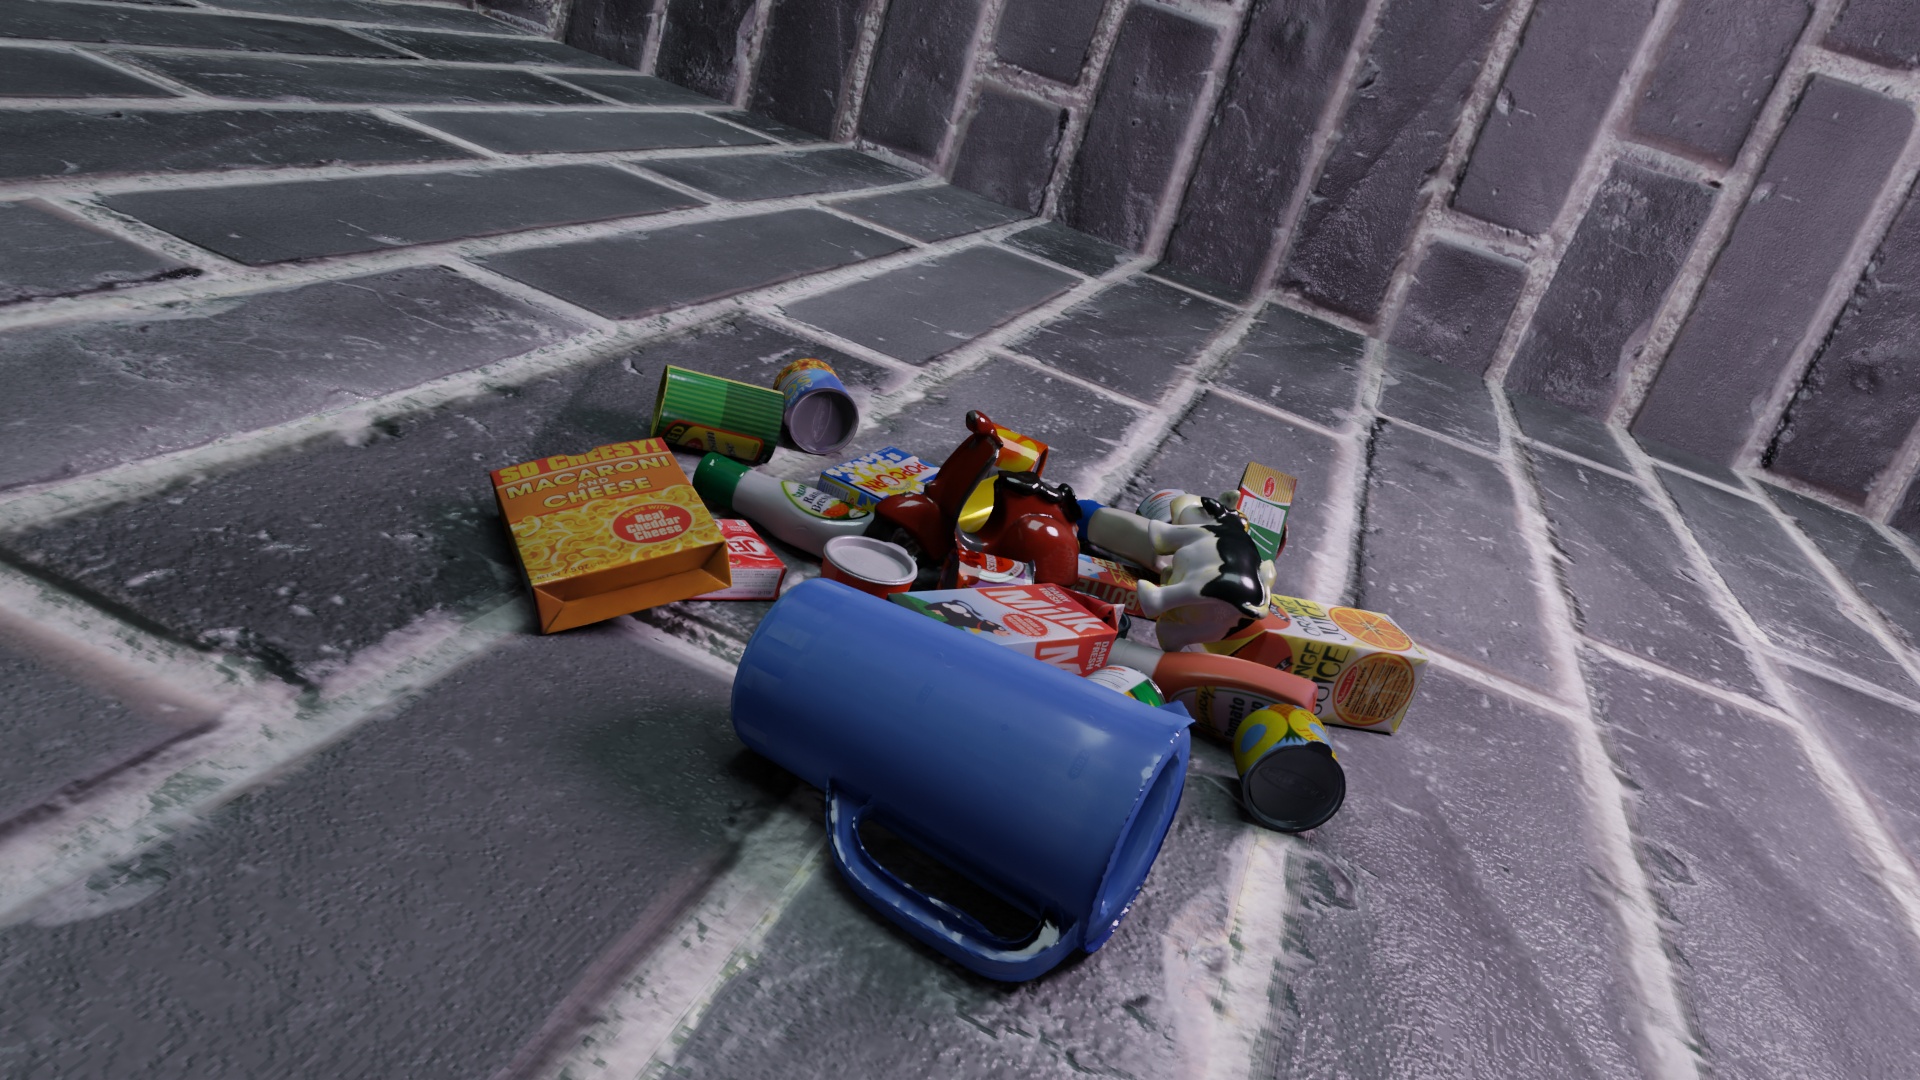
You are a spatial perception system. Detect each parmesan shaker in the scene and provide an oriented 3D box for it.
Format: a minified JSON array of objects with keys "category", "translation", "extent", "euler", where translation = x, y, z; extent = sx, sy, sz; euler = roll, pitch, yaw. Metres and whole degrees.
[{"category":"parmesan shaker","translation":[-0.209,-0.109,1.198],"extent":[0.103,0.071,0.071],"euler":[12,22,-17]}]

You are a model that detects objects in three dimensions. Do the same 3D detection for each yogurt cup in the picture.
[{"category":"yogurt cup","translation":[-0.070,0.035,0.985],"extent":[0.072,0.053,0.073],"euler":[16,22,-6]}]

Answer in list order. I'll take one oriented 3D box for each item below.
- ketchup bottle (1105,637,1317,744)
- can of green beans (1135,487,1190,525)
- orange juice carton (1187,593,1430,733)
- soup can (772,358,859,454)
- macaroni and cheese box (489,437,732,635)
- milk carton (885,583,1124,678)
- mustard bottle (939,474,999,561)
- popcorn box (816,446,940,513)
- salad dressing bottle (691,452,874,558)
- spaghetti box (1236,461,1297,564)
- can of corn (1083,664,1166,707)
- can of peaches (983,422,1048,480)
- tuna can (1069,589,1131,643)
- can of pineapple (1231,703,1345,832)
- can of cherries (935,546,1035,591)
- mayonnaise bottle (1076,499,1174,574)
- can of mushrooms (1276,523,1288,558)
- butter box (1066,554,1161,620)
[{"category":"ketchup bottle","translation":[0.178,0.109,0.999],"extent":[0.149,0.064,0.044],"euler":[17,36,21]},{"category":"can of green beans","translation":[0.199,-0.007,1.283],"extent":[0.071,0.071,0.058],"euler":[13,23,-13]},{"category":"orange juice carton","translation":[0.258,0.091,1.085],"extent":[0.193,0.072,0.072],"euler":[10,23,-18]},{"category":"soup can","translation":[-0.139,-0.128,1.303],"extent":[0.071,0.071,0.084],"euler":[9,23,-23]},{"category":"macaroni and cheese box","translation":[-0.237,-0.010,0.930],"extent":[0.124,0.040,0.167],"euler":[-14,34,-21]},{"category":"milk carton","translation":[0.036,0.078,0.940],"extent":[0.191,0.072,0.073],"euler":[-1,28,-40]},{"category":"mustard bottle","translation":[0.004,-0.014,1.153],"extent":[0.049,0.065,0.161],"euler":[38,33,29]},{"category":"popcorn box","translation":[-0.058,-0.039,1.193],"extent":[0.085,0.038,0.127],"euler":[24,23,18]},{"category":"salad dressing bottle","translation":[-0.139,-0.026,1.090],"extent":[0.148,0.043,0.064],"euler":[23,22,12]},{"category":"spaghetti box","translation":[0.254,0.011,1.235],"extent":[0.050,0.028,0.251],"euler":[21,40,8]},{"category":"can of corn","translation":[0.093,0.122,0.895],"extent":[0.071,0.071,0.058],"euler":[29,24,25]},{"category":"can of peaches","translation":[0.045,-0.073,1.314],"extent":[0.058,0.071,0.071],"euler":[24,22,12]},{"category":"tuna can","translation":[0.095,0.068,1.064],"extent":[0.071,0.032,0.071],"euler":[16,22,-6]},{"category":"can of pineapple","translation":[0.217,0.149,0.920],"extent":[0.071,0.070,0.058],"euler":[16,21,-5]},{"category":"can of cherries","translation":[0.017,0.040,1.018],"extent":[0.058,0.071,0.072],"euler":[13,22,-12]},{"category":"mayonnaise bottle","translation":[0.149,-0.004,1.229],"extent":[0.065,0.041,0.148],"euler":[14,6,-34]},{"category":"can of mushrooms","translation":[0.281,-0.002,1.341],"extent":[0.071,0.070,0.033],"euler":[4,25,-32]},{"category":"butter box","translation":[0.125,0.037,1.175],"extent":[0.103,0.024,0.053],"euler":[14,21,-11]}]
